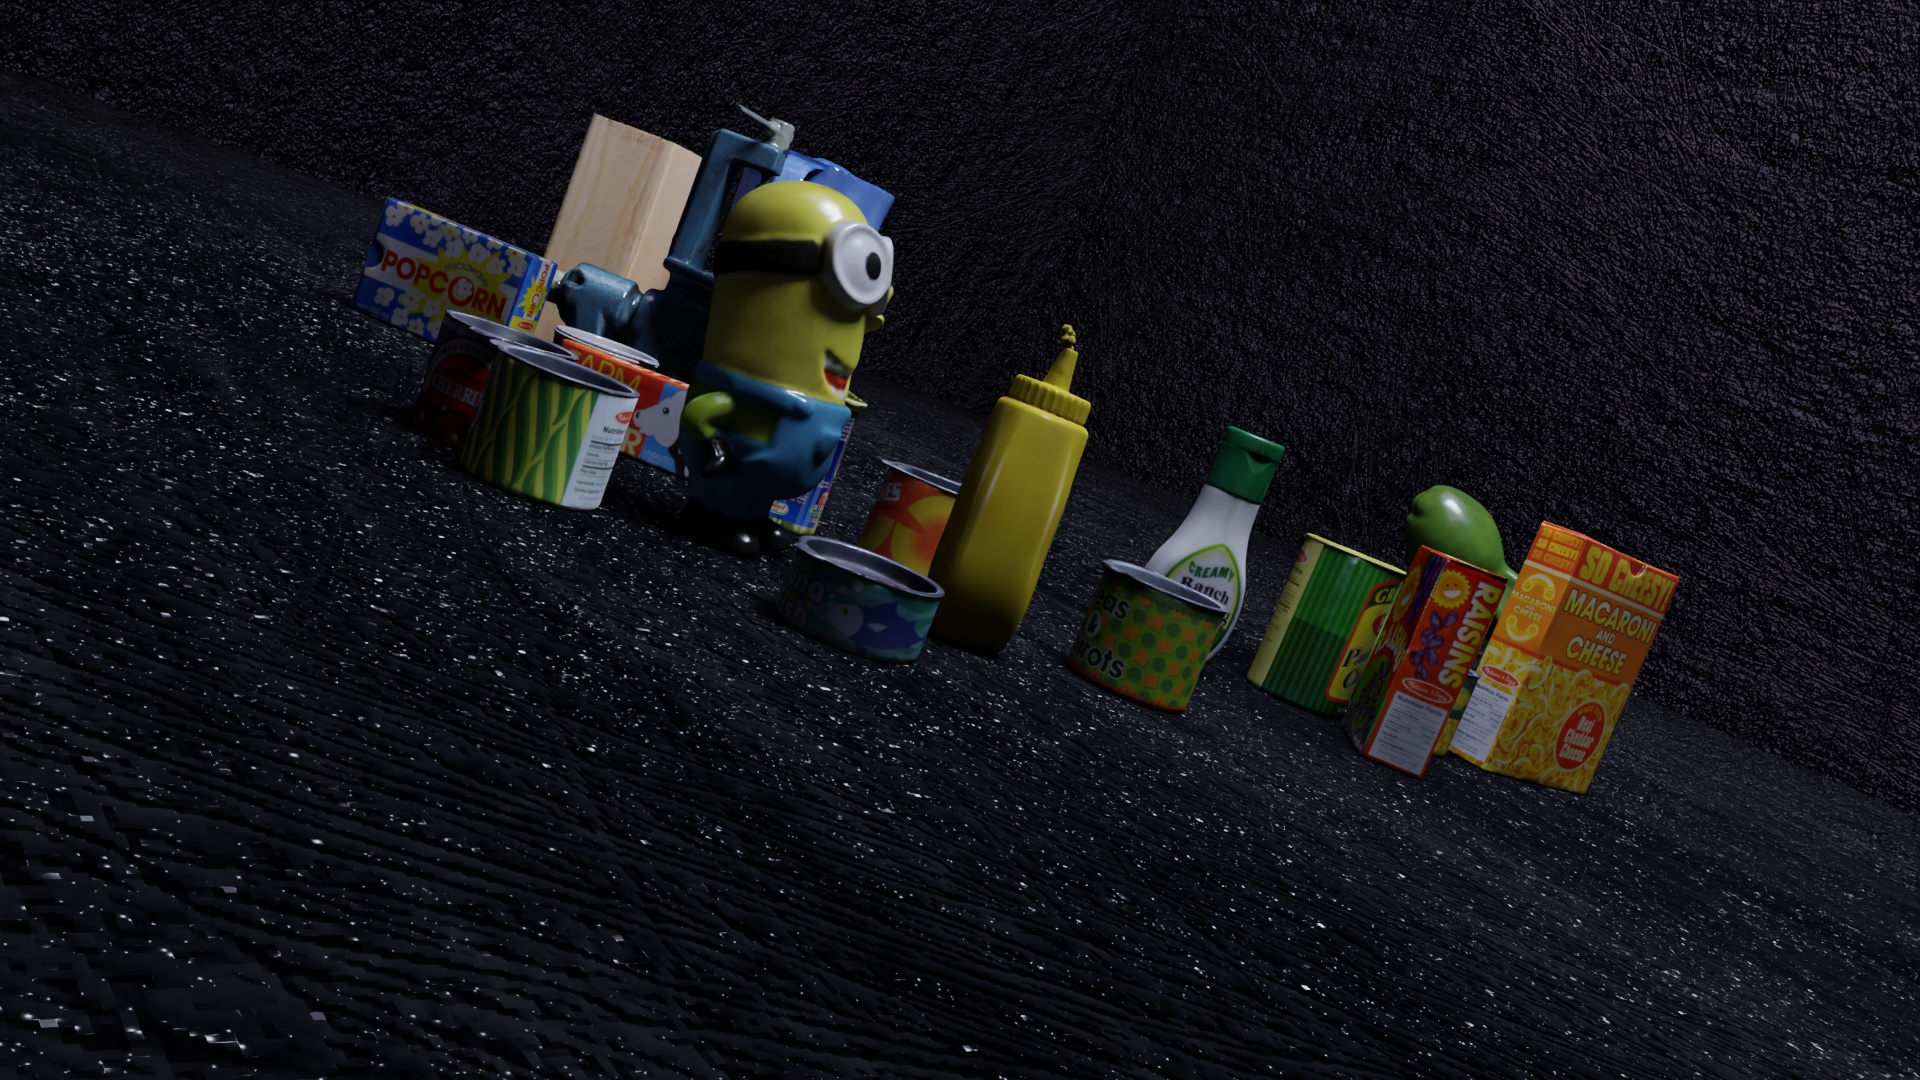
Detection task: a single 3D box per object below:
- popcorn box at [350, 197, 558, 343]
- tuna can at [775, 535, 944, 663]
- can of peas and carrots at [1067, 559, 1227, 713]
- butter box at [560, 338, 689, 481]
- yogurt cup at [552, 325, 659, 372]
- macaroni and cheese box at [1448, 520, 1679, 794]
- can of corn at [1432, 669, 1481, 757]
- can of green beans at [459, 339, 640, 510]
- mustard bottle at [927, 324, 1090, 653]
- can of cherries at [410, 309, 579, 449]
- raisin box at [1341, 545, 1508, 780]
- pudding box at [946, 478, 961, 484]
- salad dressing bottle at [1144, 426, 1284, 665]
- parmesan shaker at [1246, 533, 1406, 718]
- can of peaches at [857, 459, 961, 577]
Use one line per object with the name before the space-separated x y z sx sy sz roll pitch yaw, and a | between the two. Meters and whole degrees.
popcorn box | -0.362 -0.182 0.994 0.127 0.085 0.038 23 7 12
tuna can | -0.045 0.024 0.589 0.071 0.032 0.071 21 7 -3
can of peas and carrots | 0.093 0.048 0.710 0.071 0.058 0.071 21 7 -3
butter box | -0.196 -0.078 0.829 0.103 0.053 0.024 22 7 1
yogurt cup | -0.235 -0.102 0.891 0.072 0.054 0.072 21 7 -3
macaroni and cheese box | 0.411 0.083 0.944 0.124 0.166 0.040 17 8 -35
can of corn | 0.297 0.102 0.906 0.071 0.058 0.071 21 7 -3
can of green beans | -0.188 -0.052 0.637 0.071 0.057 0.071 21 7 -3
mustard bottle | 0.028 -0.027 0.670 0.049 0.160 0.065 20 7 -12
can of cherries | -0.231 -0.075 0.684 0.071 0.058 0.071 21 7 -3
raisin box | 0.270 0.069 0.814 0.040 0.123 0.086 22 7 7
pudding box | 0.003 -0.012 0.930 0.084 0.049 0.030 16 9 -38
salad dressing bottle | 0.150 0.005 0.840 0.064 0.147 0.044 20 7 -12
parmesan shaker | 0.234 0.055 0.893 0.071 0.103 0.071 21 7 -3
can of peaches | -0.022 -0.007 0.791 0.071 0.058 0.071 21 7 -3
